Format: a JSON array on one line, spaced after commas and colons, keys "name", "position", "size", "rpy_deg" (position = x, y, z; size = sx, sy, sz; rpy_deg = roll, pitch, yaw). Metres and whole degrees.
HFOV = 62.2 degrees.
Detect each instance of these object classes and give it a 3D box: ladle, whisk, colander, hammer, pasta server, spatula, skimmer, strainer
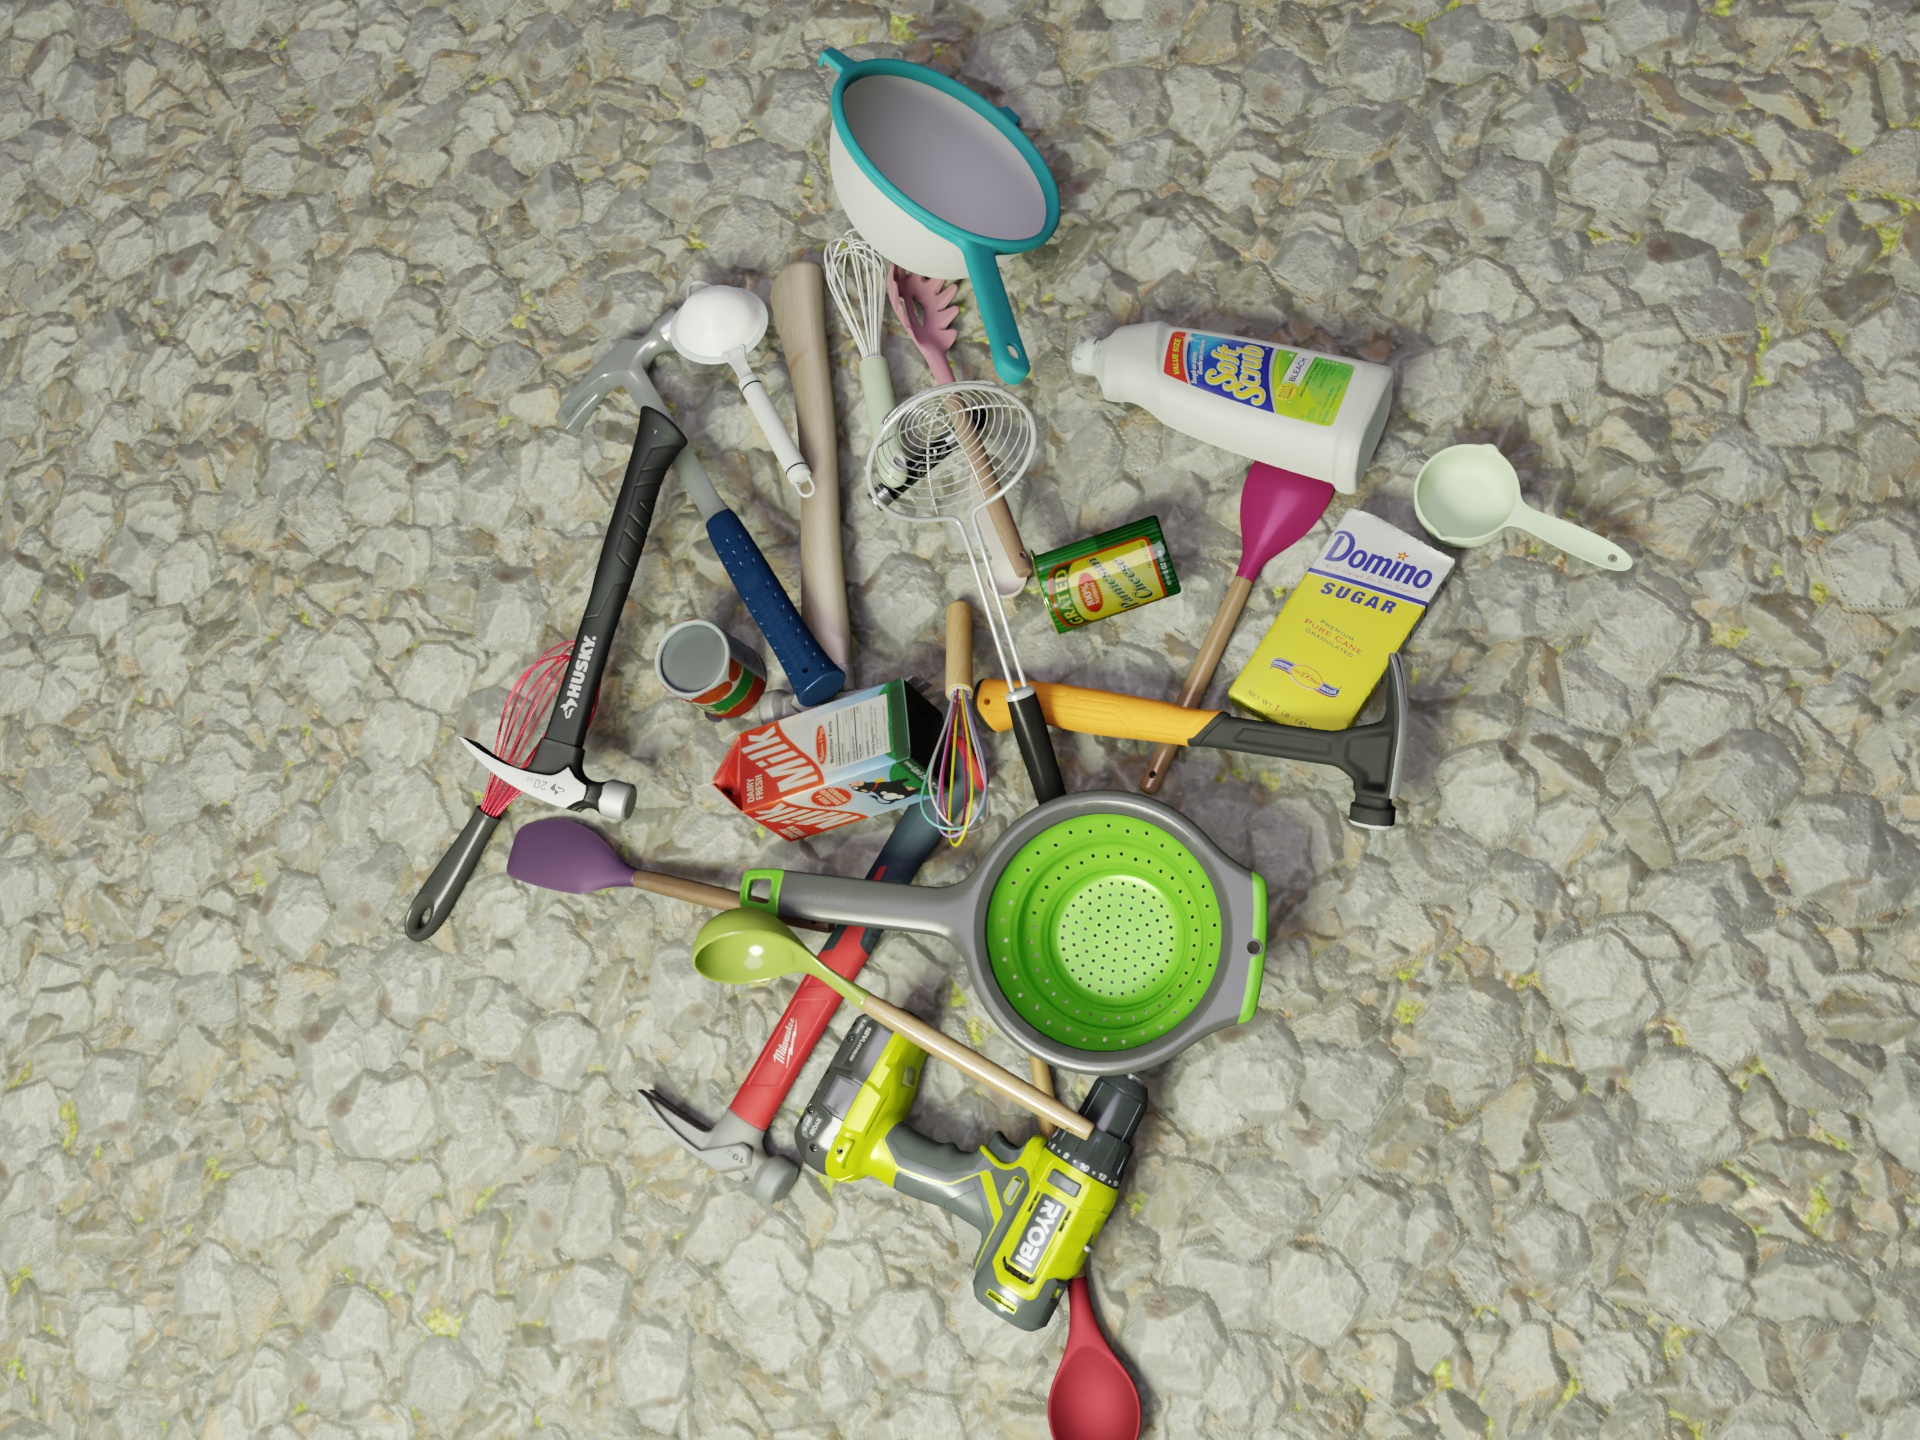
[{"name": "ladle", "position": [-0.052, 0.225, 1.147], "size": [0.320, 0.078, 0.062], "rpy_deg": [27, 54, 15]}, {"name": "whisk", "position": [-0.076, -0.308, 1.344], "size": [0.059, 0.057, 0.246], "rpy_deg": [-28, 66, 44]}, {"name": "colander", "position": [0.032, 0.152, 1.201], "size": [0.397, 0.094, 0.204], "rpy_deg": [5, 80, 14]}, {"name": "hammer", "position": [-0.104, 0.176, 1.259], "size": [0.143, 0.038, 0.386], "rpy_deg": [29, 86, 19]}, {"name": "hammer", "position": [-0.293, -0.095, 1.290], "size": [0.146, 0.035, 0.335], "rpy_deg": [14, 83, 7]}, {"name": "hammer", "position": [-0.110, -0.198, 1.327], "size": [0.146, 0.038, 0.411], "rpy_deg": [-12, 73, 25]}, {"name": "whisk", "position": [-0.003, -0.003, 1.219], "size": [0.051, 0.047, 0.245], "rpy_deg": [-7, 46, 7]}, {"name": "pasta server", "position": [0.003, -0.254, 1.301], "size": [0.060, 0.040, 0.316], "rpy_deg": [-6, 62, -30]}, {"name": "hammer", "position": [-0.210, -0.172, 1.327], "size": [0.144, 0.035, 0.406], "rpy_deg": [-35, 63, 5]}, {"name": "ladle", "position": [0.079, 0.385, 1.177], "size": [0.069, 0.031, 0.316], "rpy_deg": [-13, 74, 13]}, {"name": "whisk", "position": [-0.389, 0.061, 1.344], "size": [0.073, 0.073, 0.296], "rpy_deg": [33, 94, 17]}, {"name": "spatula", "position": [-0.241, 0.131, 1.293], "size": [0.316, 0.018, 0.060], "rpy_deg": [11, 80, 24]}, {"name": "hammer", "position": [0.165, -0.005, 1.200], "size": [0.337, 0.034, 0.127], "rpy_deg": [8, 98, 25]}, {"name": "skimmer", "position": [0.031, -0.069, 1.165], "size": [0.127, 0.090, 0.363], "rpy_deg": [-19, 106, -5]}, {"name": "strainer", "position": [-0.179, -0.290, 1.339], "size": [0.087, 0.050, 0.259], "rpy_deg": [-26, 69, -7]}, {"name": "strainer", "position": [-0.014, -0.382, 1.285], "size": [0.095, 0.211, 0.341], "rpy_deg": [-45, 50, 45]}]

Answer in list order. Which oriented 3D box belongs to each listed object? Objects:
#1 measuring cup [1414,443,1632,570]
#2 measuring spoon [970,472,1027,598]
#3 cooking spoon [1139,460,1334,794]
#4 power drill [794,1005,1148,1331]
[{"name": "measuring cup", "position": [0.423, -0.148, 1.201], "size": [0.168, 0.038, 0.083], "rpy_deg": [28, 86, 15]}, {"name": "measuring spoon", "position": [0.029, -0.154, 1.311], "size": [0.034, 0.018, 0.124], "rpy_deg": [-18, 68, 10]}, {"name": "cooking spoon", "position": [0.212, -0.087, 1.248], "size": [0.069, 0.017, 0.319], "rpy_deg": [23, 84, 19]}, {"name": "power drill", "position": [0.012, 0.305, 1.170], "size": [0.229, 0.080, 0.190], "rpy_deg": [26, 82, 23]}]
